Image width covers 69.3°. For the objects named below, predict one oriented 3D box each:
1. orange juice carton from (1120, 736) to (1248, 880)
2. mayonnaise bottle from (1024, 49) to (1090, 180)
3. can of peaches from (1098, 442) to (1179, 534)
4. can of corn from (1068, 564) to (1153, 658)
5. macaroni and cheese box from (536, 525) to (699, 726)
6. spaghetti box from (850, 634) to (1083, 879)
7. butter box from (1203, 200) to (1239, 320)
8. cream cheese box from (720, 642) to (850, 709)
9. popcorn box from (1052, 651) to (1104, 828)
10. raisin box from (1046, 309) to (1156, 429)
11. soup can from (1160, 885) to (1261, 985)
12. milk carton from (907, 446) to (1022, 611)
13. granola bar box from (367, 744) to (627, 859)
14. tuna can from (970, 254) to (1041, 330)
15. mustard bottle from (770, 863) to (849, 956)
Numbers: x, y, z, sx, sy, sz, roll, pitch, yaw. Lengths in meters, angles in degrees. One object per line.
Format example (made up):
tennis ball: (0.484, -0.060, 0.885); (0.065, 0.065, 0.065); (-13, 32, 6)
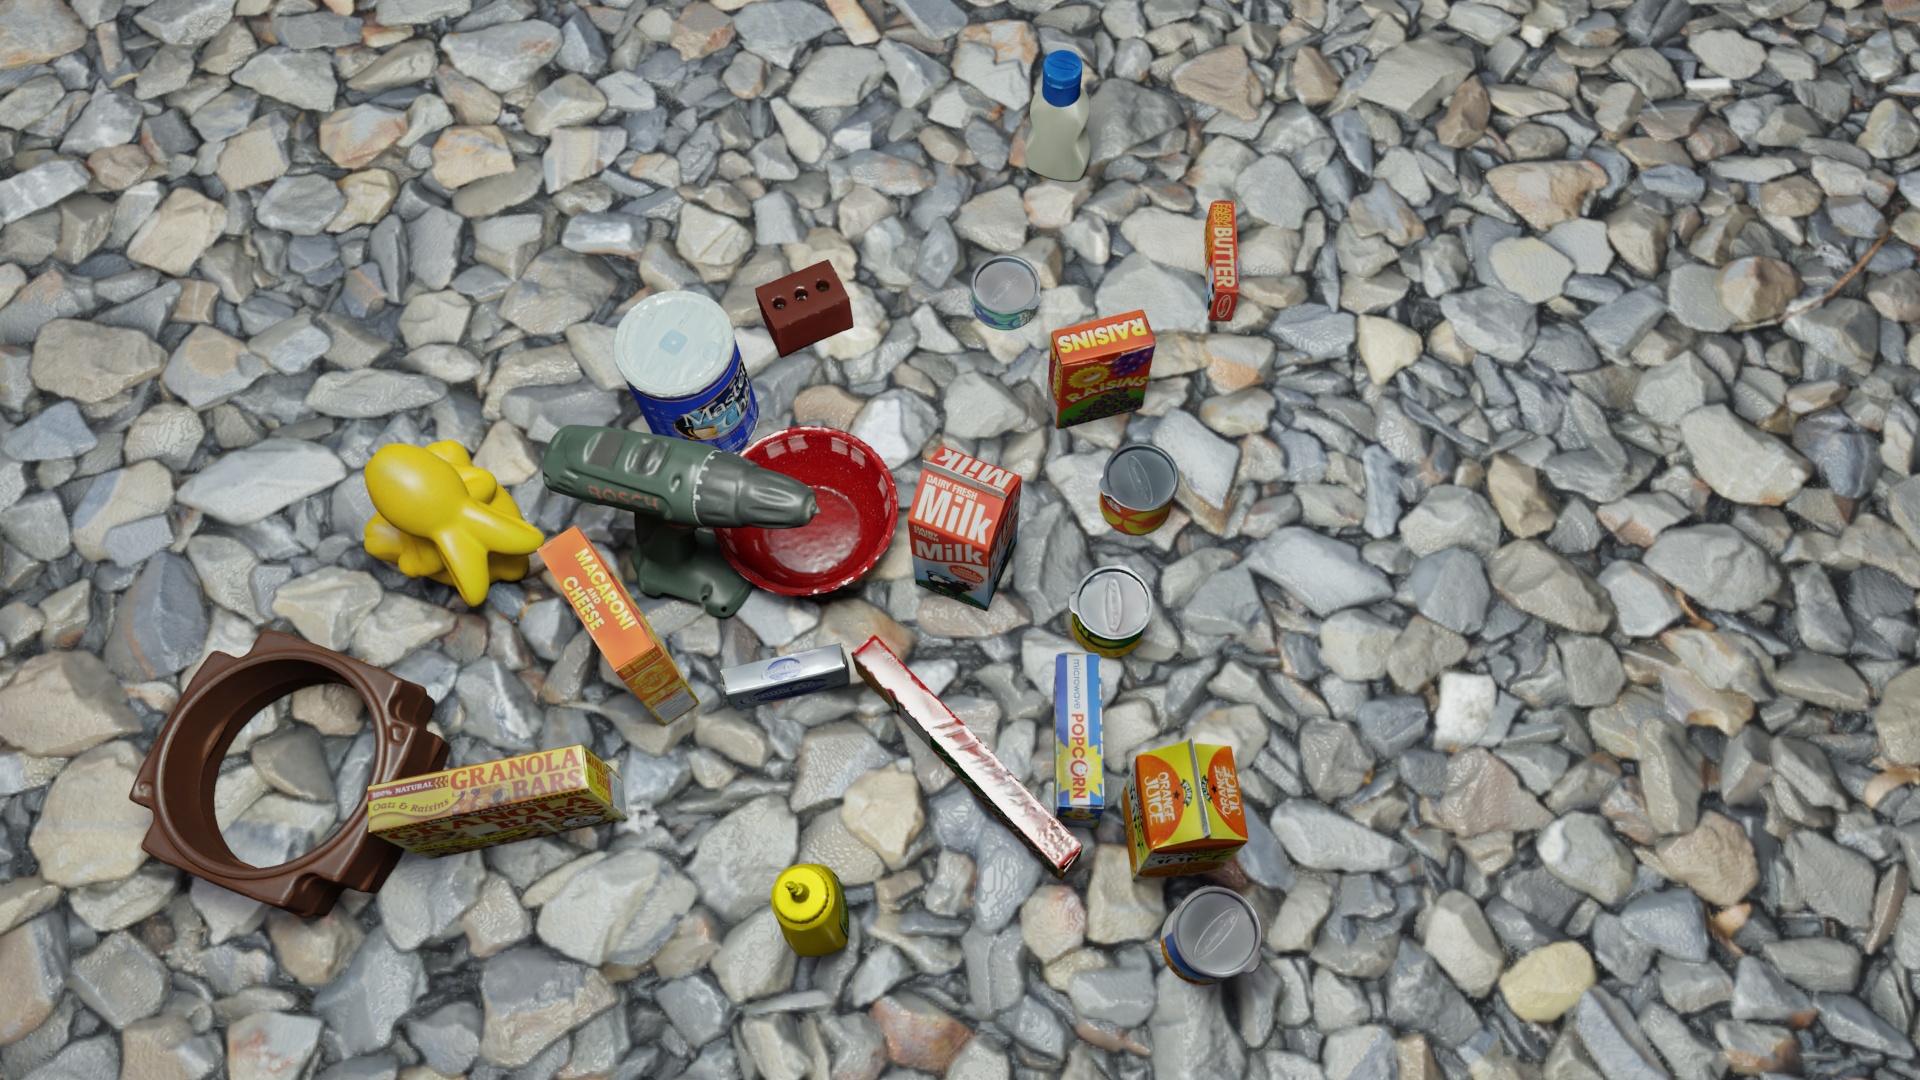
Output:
orange juice carton: (0.169, 0.205, 1.052); (0.073, 0.192, 0.072); (-5, 68, -1)
mayonnaise bottle: (0.095, -0.406, 1.332); (0.065, 0.147, 0.041); (16, 69, 8)
can of peaches: (0.155, -0.045, 1.229); (0.071, 0.058, 0.071); (0, 68, 1)
can of corn: (0.126, 0.061, 1.185); (0.071, 0.058, 0.071); (0, 68, 1)
macaroni and cheese box: (-0.275, 0.072, 1.130); (0.040, 0.166, 0.124); (-34, 71, -12)
spaghetti box: (0.004, 0.177, 1.144); (0.029, 0.050, 0.250); (-42, 73, -14)
butter box: (0.248, -0.266, 1.322); (0.024, 0.053, 0.104); (1, 68, 2)
cream cheese box: (-0.146, 0.115, 1.171); (0.104, 0.053, 0.024); (-12, 68, -4)
popcorn box: (0.095, 0.163, 1.129); (0.038, 0.085, 0.127); (0, 68, 1)
raisin box: (0.123, -0.151, 1.238); (0.086, 0.123, 0.040); (-13, 68, -4)
soup can: (0.193, 0.307, 1.068); (0.071, 0.083, 0.071); (0, 68, 1)
milk carton: (0.004, -0.014, 1.148); (0.072, 0.189, 0.074); (21, 70, 9)
granola bar box: (-0.362, 0.207, 1.098); (0.166, 0.123, 0.039); (-11, 68, -3)
tuna can: (0.045, -0.235, 1.324); (0.071, 0.032, 0.071); (0, 68, 1)
mustard bottle: (-0.114, 0.274, 1.046); (0.049, 0.159, 0.065); (-10, 68, -3)
